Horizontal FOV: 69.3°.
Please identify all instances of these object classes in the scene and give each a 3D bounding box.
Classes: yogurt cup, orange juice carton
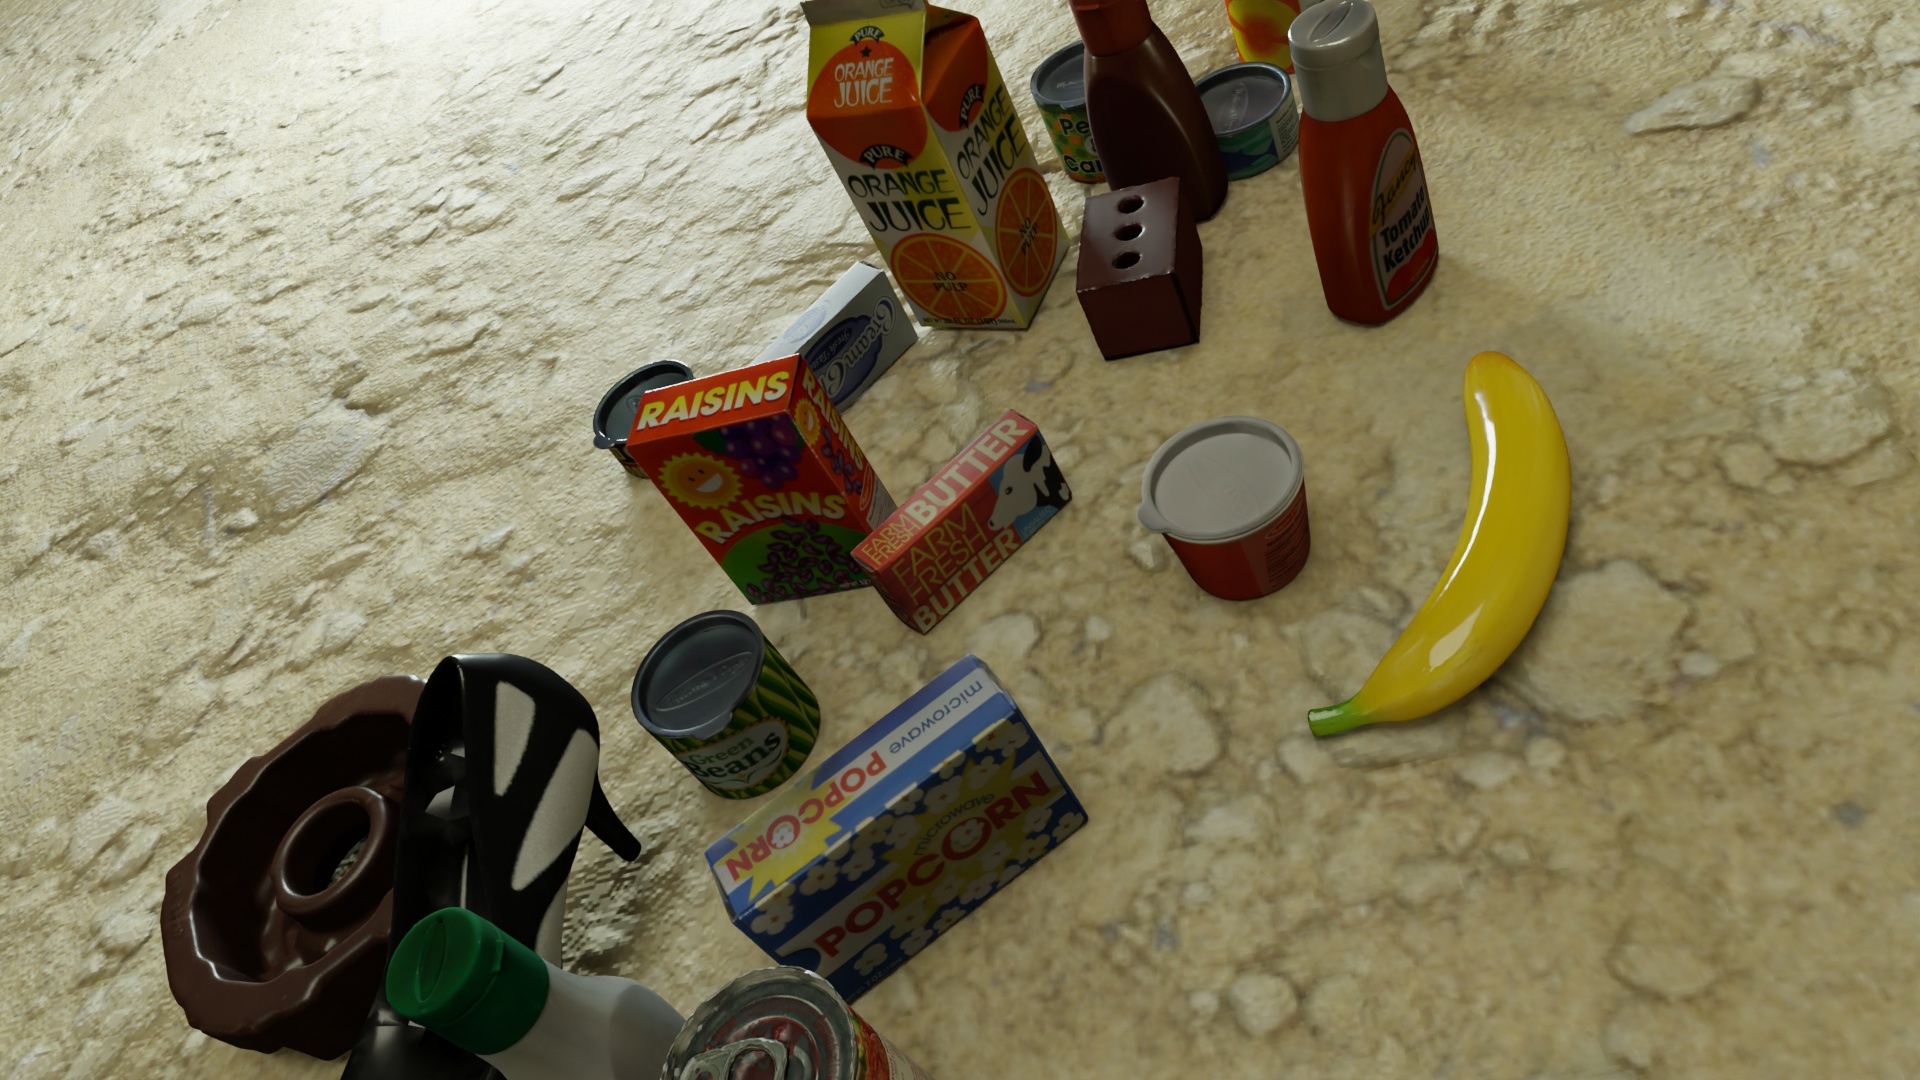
[{"bbox_3d":[0.116,-0.011,0.590,0.072,0.053,0.073,-15,47,16],"label":"yogurt cup"},{"bbox_3d":[-0.015,-0.203,0.729,0.072,0.192,0.073,6,55,32],"label":"orange juice carton"}]

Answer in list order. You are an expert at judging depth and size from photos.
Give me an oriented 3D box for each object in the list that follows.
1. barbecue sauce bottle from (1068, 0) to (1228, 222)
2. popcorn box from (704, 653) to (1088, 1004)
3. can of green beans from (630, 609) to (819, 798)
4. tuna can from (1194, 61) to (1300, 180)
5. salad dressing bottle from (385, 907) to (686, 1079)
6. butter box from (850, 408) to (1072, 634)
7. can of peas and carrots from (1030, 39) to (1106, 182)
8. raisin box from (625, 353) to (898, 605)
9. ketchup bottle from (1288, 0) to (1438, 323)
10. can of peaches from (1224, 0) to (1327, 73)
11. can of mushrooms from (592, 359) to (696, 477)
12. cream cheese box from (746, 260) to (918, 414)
[{"bbox_3d":[0.094,-0.234,0.731,0.065,0.148,0.044,9,57,34],"label":"barbecue sauce bottle"},{"bbox_3d":[-0.021,0.112,0.530,0.127,0.085,0.038,-36,44,-6],"label":"popcorn box"},{"bbox_3d":[-0.105,0.074,0.626,0.071,0.057,0.071,-15,47,16],"label":"can of green beans"},{"bbox_3d":[0.154,-0.236,0.783,0.071,0.032,0.071,-15,47,16],"label":"tuna can"},{"bbox_3d":[-0.140,0.176,0.490,0.044,0.147,0.064,-18,46,13],"label":"salad dressing bottle"},{"bbox_3d":[0.002,-0.008,0.647,0.104,0.053,0.024,-42,45,-12],"label":"butter box"},{"bbox_3d":[0.081,-0.252,0.818,0.071,0.058,0.071,-15,47,16],"label":"can of peas and carrots"},{"bbox_3d":[-0.088,-0.026,0.659,0.086,0.123,0.040,-10,48,20],"label":"raisin box"},{"bbox_3d":[0.180,-0.171,0.629,0.043,0.148,0.065,25,66,40],"label":"ketchup bottle"},{"bbox_3d":[0.189,-0.319,0.820,0.071,0.058,0.071,-15,47,16],"label":"can of peaches"},{"bbox_3d":[-0.179,-0.069,0.810,0.071,0.033,0.071,-15,47,16],"label":"can of mushrooms"},{"bbox_3d":[-0.073,-0.100,0.768,0.024,0.053,0.104,28,68,41],"label":"cream cheese box"}]
